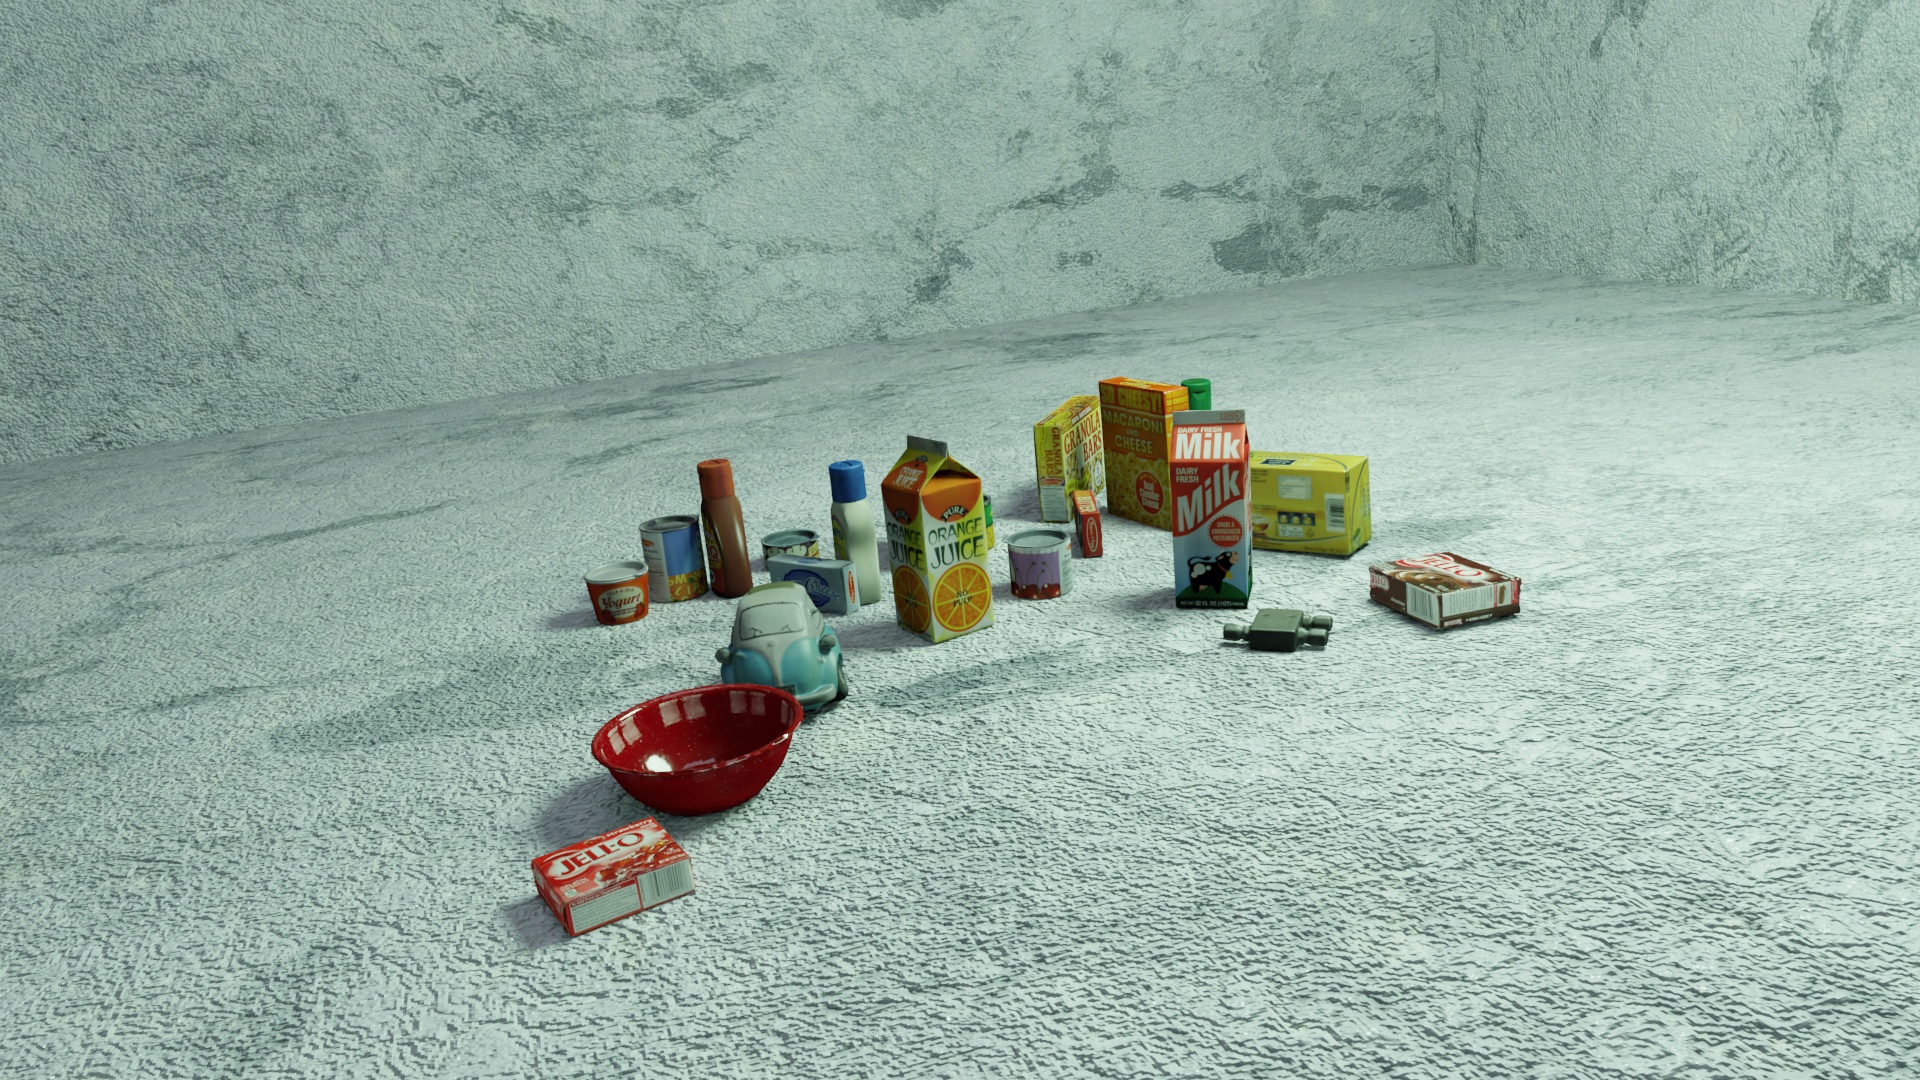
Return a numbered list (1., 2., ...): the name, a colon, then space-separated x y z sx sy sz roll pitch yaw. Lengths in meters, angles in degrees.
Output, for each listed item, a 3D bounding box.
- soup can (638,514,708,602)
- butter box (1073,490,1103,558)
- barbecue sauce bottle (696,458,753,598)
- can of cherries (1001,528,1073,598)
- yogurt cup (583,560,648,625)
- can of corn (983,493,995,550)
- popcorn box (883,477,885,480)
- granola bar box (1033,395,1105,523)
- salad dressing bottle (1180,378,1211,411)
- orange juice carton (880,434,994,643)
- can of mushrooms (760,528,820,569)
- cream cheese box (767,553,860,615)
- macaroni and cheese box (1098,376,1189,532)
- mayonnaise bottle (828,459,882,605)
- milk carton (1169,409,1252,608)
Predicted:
1. soup can: -0.316 0.019 1.545 0.071 0.083 0.071 -5 16 2
2. butter box: 0.145 -0.020 1.579 0.024 0.053 0.104 -5 16 2
3. barbecue sauce bottle: -0.261 -0.015 1.526 0.044 0.148 0.065 -14 18 -26
4. can of cherries: 0.080 0.024 1.444 0.071 0.058 0.072 -5 16 2
5. yogurt cup: -0.365 0.057 1.488 0.072 0.053 0.072 -5 16 2
6. can of corn: 0.006 -0.020 1.615 0.071 0.058 0.071 -5 16 2
7. popcorn box: -0.052 -0.023 1.595 0.038 0.085 0.127 -10 17 -15
8. granola bar box: 0.137 -0.104 1.737 0.039 0.123 0.166 1 18 22
9. salad dressing bottle: 0.293 -0.125 1.714 0.064 0.147 0.044 -6 16 -3
10. orange juice carton: -0.023 -0.006 1.343 0.073 0.192 0.072 -16 19 -31
11. can of mushrooms: -0.196 0.011 1.619 0.071 0.033 0.071 -5 17 2
12. cream cheese box: -0.155 0.045 1.457 0.104 0.053 0.024 6 20 34
13. macaroni and cheese box: 0.219 -0.104 1.638 0.040 0.166 0.124 -15 19 -30
14. mayonnaise bottle: -0.113 -0.009 1.461 0.041 0.147 0.065 -13 18 -23
15. milk carton: 0.245 -0.034 1.353 0.072 0.190 0.074 -1 17 16
